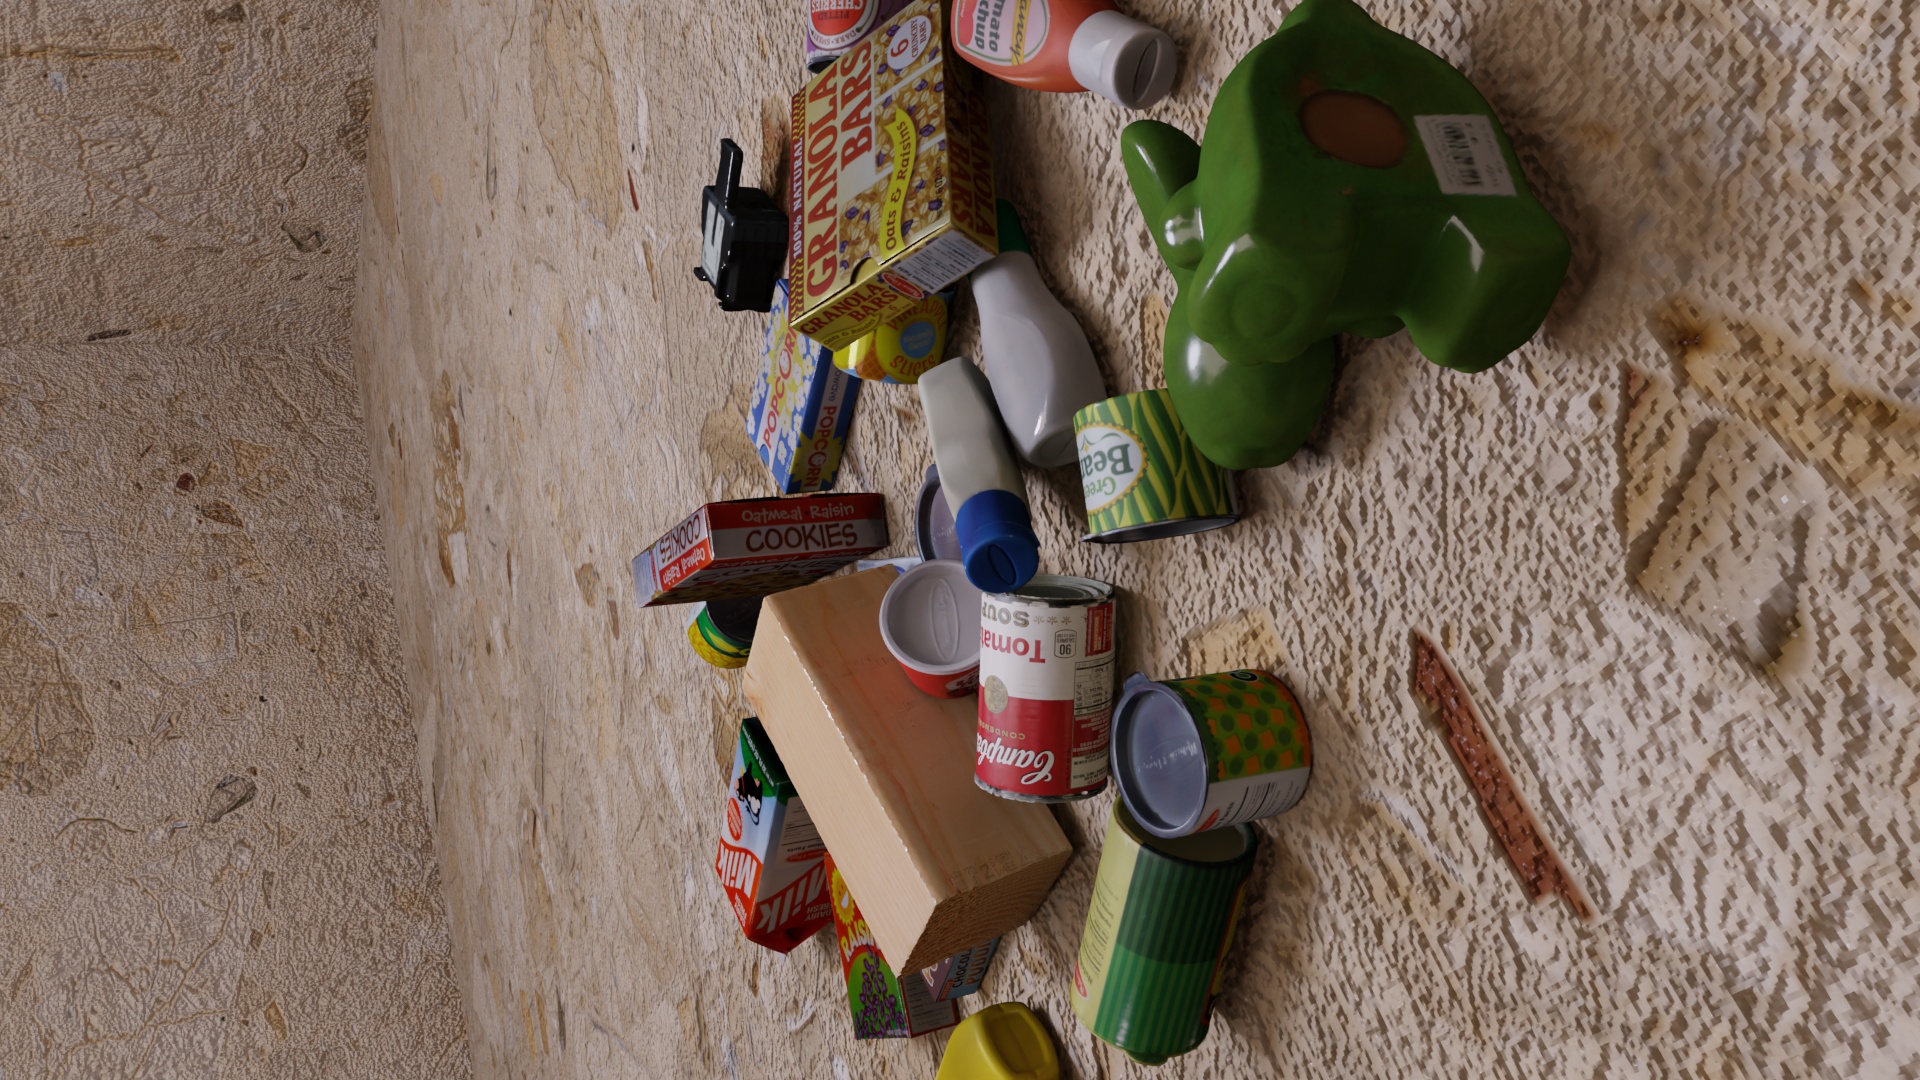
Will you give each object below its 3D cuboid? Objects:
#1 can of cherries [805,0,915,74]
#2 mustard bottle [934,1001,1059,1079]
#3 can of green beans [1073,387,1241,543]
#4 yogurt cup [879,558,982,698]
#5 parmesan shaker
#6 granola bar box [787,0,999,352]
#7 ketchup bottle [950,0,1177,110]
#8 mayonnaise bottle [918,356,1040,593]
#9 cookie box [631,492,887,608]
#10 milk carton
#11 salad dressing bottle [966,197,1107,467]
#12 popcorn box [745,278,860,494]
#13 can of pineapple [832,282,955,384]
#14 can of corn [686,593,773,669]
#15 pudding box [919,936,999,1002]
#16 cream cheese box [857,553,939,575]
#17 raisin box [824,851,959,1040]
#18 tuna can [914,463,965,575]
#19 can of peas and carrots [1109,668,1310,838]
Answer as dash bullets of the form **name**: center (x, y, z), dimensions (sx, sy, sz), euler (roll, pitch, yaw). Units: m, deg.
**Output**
- **can of cherries**: center (-0.060, -0.309, 0.824), dimensions (0.071, 0.071, 0.058), euler (15, 106, 59)
- **mustard bottle**: center (0.010, 0.334, 0.806), dimensions (0.065, 0.049, 0.159), euler (57, 140, 40)
- **can of green beans**: center (0.086, -0.032, 0.611), dimensions (0.071, 0.071, 0.058), euler (-19, 77, 59)
- **yogurt cup**: center (-0.007, 0.051, 0.754), dimensions (0.053, 0.072, 0.072), euler (81, 168, -60)
- **parmesan shaker**: center (0.091, 0.171, 0.625), dimensions (0.071, 0.071, 0.102), euler (40, 126, 51)
- **granola bar box**: center (-0.041, -0.203, 0.758), dimensions (0.124, 0.039, 0.166), euler (-24, 56, 37)
- **ketchup bottle**: center (0.049, -0.246, 0.672), dimensions (0.149, 0.043, 0.064), euler (47, 130, 47)
- **mayonnaise bottle**: center (0.010, -0.033, 0.711), dimensions (0.149, 0.041, 0.064), euler (-102, -14, -52)
- **cookie box**: center (-0.141, 0.007, 0.952), dimensions (0.167, 0.123, 0.040), euler (-25, 73, 59)
- **milk carton**: center (-0.126, 0.217, 1.002), dimensions (0.072, 0.073, 0.189), euler (49, 135, 46)
- **salad dressing bottle**: center (0.033, -0.110, 0.717), dimensions (0.064, 0.044, 0.148), euler (-55, 47, 52)
- **popcorn box**: center (-0.109, -0.107, 0.967), dimensions (0.085, 0.038, 0.126), euler (54, 137, 41)
- **can of pineapple**: center (-0.039, -0.128, 0.815), dimensions (0.071, 0.071, 0.057), euler (40, 128, 51)
- **can of corn**: center (-0.170, 0.061, 1.069), dimensions (0.058, 0.071, 0.071), euler (-44, 56, 54)
- **pudding box**: center (-0.003, 0.230, 0.833), dimensions (0.050, 0.030, 0.083), euler (56, 138, 42)
- **cream cheese box**: center (-0.031, 0.036, 0.864), dimensions (0.103, 0.024, 0.053), euler (-6, 90, 60)
- **raisin box**: center (-0.048, 0.258, 0.907), dimensions (0.085, 0.040, 0.123), euler (-35, 63, 57)
- **tuna can**: center (0.003, -0.010, 0.790), dimensions (0.071, 0.033, 0.071), euler (13, 105, 59)
- **can of peas and carrots**: center (0.106, 0.088, 0.598), dimensions (0.071, 0.059, 0.071), euler (10, 102, 59)
